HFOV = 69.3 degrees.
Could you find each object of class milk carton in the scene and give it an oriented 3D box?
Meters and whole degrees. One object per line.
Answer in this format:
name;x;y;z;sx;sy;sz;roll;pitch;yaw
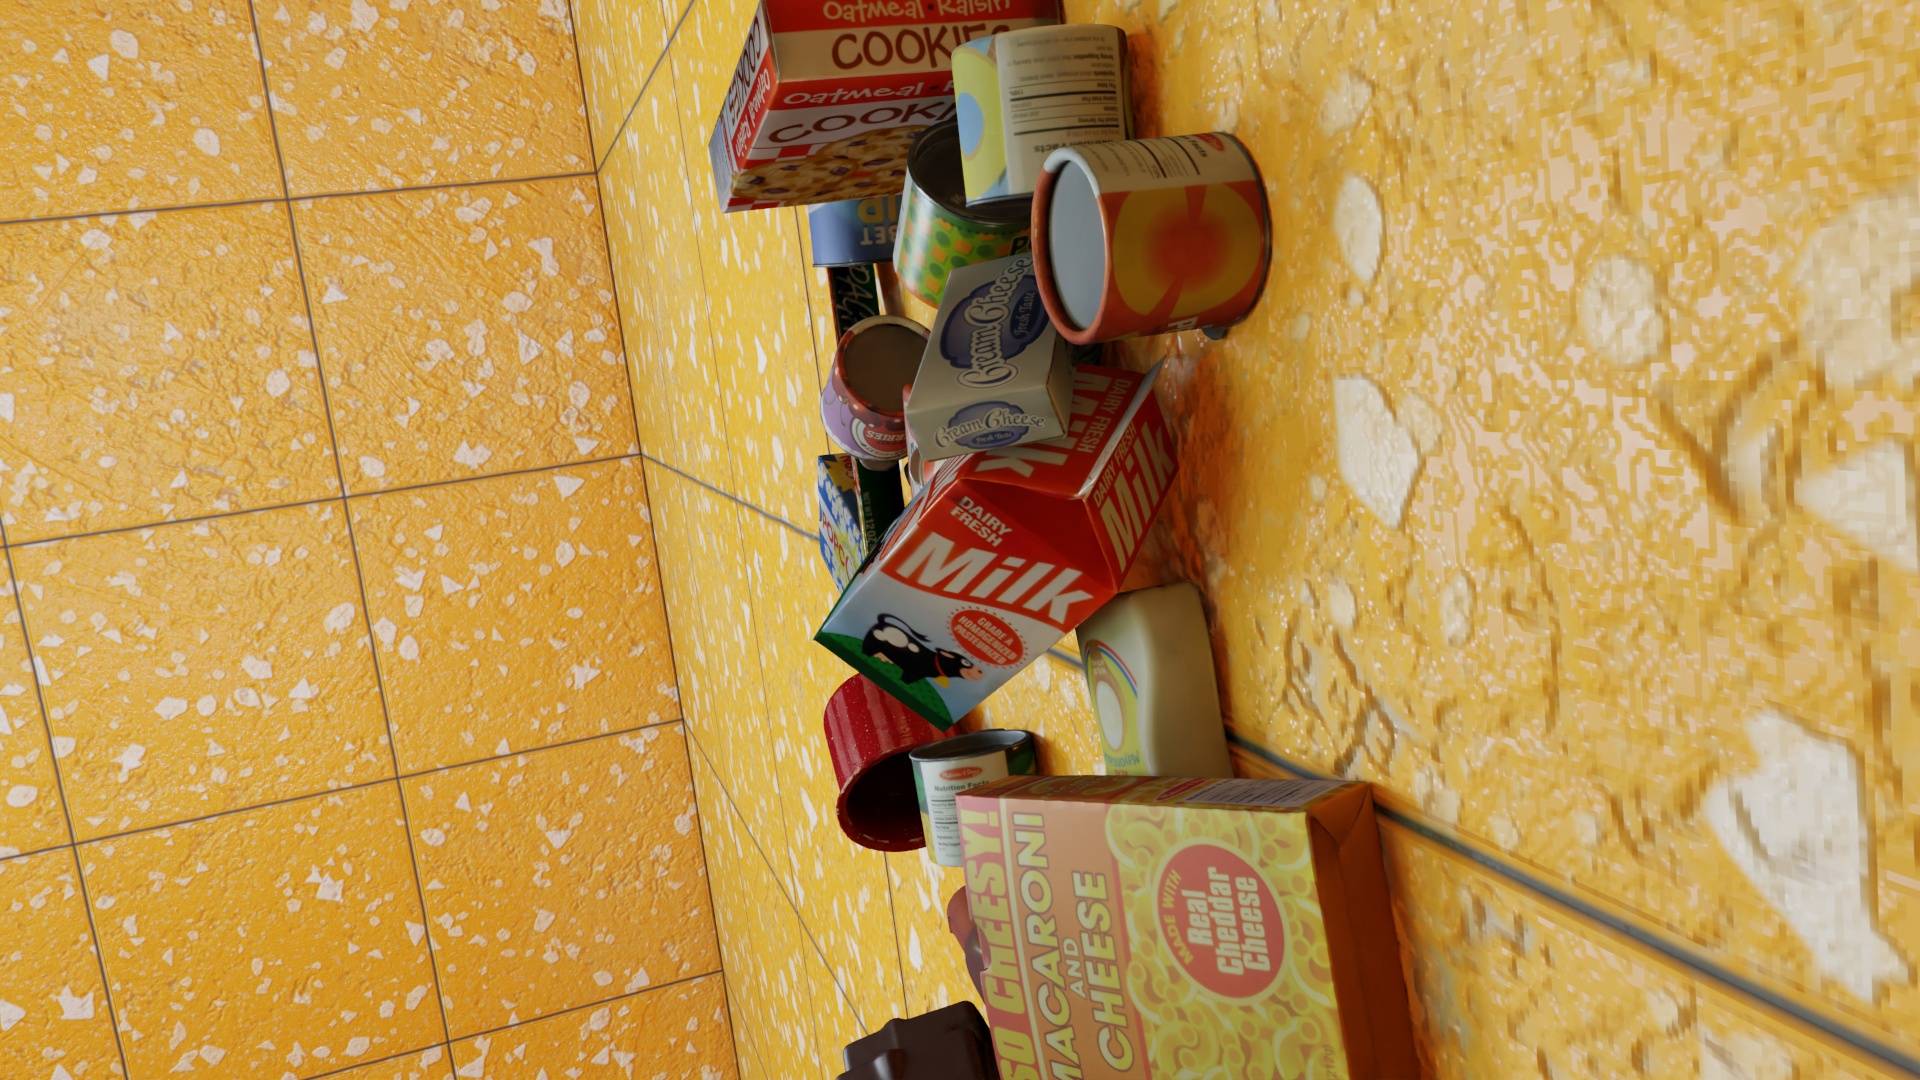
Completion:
milk carton;0.019;-0.001;0.549;0.189;0.073;0.073;-46;10;51

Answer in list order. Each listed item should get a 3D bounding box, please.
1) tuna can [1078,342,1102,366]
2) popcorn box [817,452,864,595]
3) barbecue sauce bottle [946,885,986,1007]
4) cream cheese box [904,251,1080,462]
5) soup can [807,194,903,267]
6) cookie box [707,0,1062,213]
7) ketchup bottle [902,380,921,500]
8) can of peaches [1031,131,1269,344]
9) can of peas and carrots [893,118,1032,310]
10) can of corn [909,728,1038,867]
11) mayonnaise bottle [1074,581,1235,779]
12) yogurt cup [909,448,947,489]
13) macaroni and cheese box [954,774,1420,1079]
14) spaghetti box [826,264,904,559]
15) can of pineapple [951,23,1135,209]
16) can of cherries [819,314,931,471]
tuna can;0.025;-0.075;0.576;0.071;0.071;0.032;-119;25;-46
popcorn box;-0.062;0.007;0.943;0.127;0.038;0.084;-122;27;-49
barbecue sauce bottle;0.032;0.244;0.770;0.149;0.044;0.064;-135;33;-62
cream cheese box;0.015;-0.070;0.509;0.104;0.053;0.024;-77;-28;-50
soup can;-0.050;-0.193;0.755;0.071;0.071;0.083;-150;52;-67
cookie box;-0.040;-0.196;0.623;0.167;0.123;0.040;165;94;-72
ketchup bottle;0.003;-0.009;0.719;0.065;0.044;0.148;23;124;45
can of peaches;0.062;-0.099;0.468;0.071;0.058;0.071;172;89;-72
can of peas and carrots;0.008;-0.139;0.605;0.058;0.071;0.071;105;149;-54
can of corn;0.011;0.136;0.744;0.071;0.071;0.058;175;85;-72
mayonnaise bottle;0.081;0.092;0.540;0.064;0.041;0.148;159;101;-69
yogurt cup;0.022;-0.036;0.621;0.053;0.072;0.072;-43;58;60
macaroni and cheese box;0.073;0.147;0.493;0.166;0.040;0.123;-10;90;48
spaghetti box;-0.060;-0.102;0.853;0.050;0.029;0.250;128;134;-83
can of pineapple;0.031;-0.157;0.519;0.071;0.071;0.057;-158;60;-69
can of cherries;-0.042;-0.083;0.785;0.058;0.071;0.071;122;135;-63
